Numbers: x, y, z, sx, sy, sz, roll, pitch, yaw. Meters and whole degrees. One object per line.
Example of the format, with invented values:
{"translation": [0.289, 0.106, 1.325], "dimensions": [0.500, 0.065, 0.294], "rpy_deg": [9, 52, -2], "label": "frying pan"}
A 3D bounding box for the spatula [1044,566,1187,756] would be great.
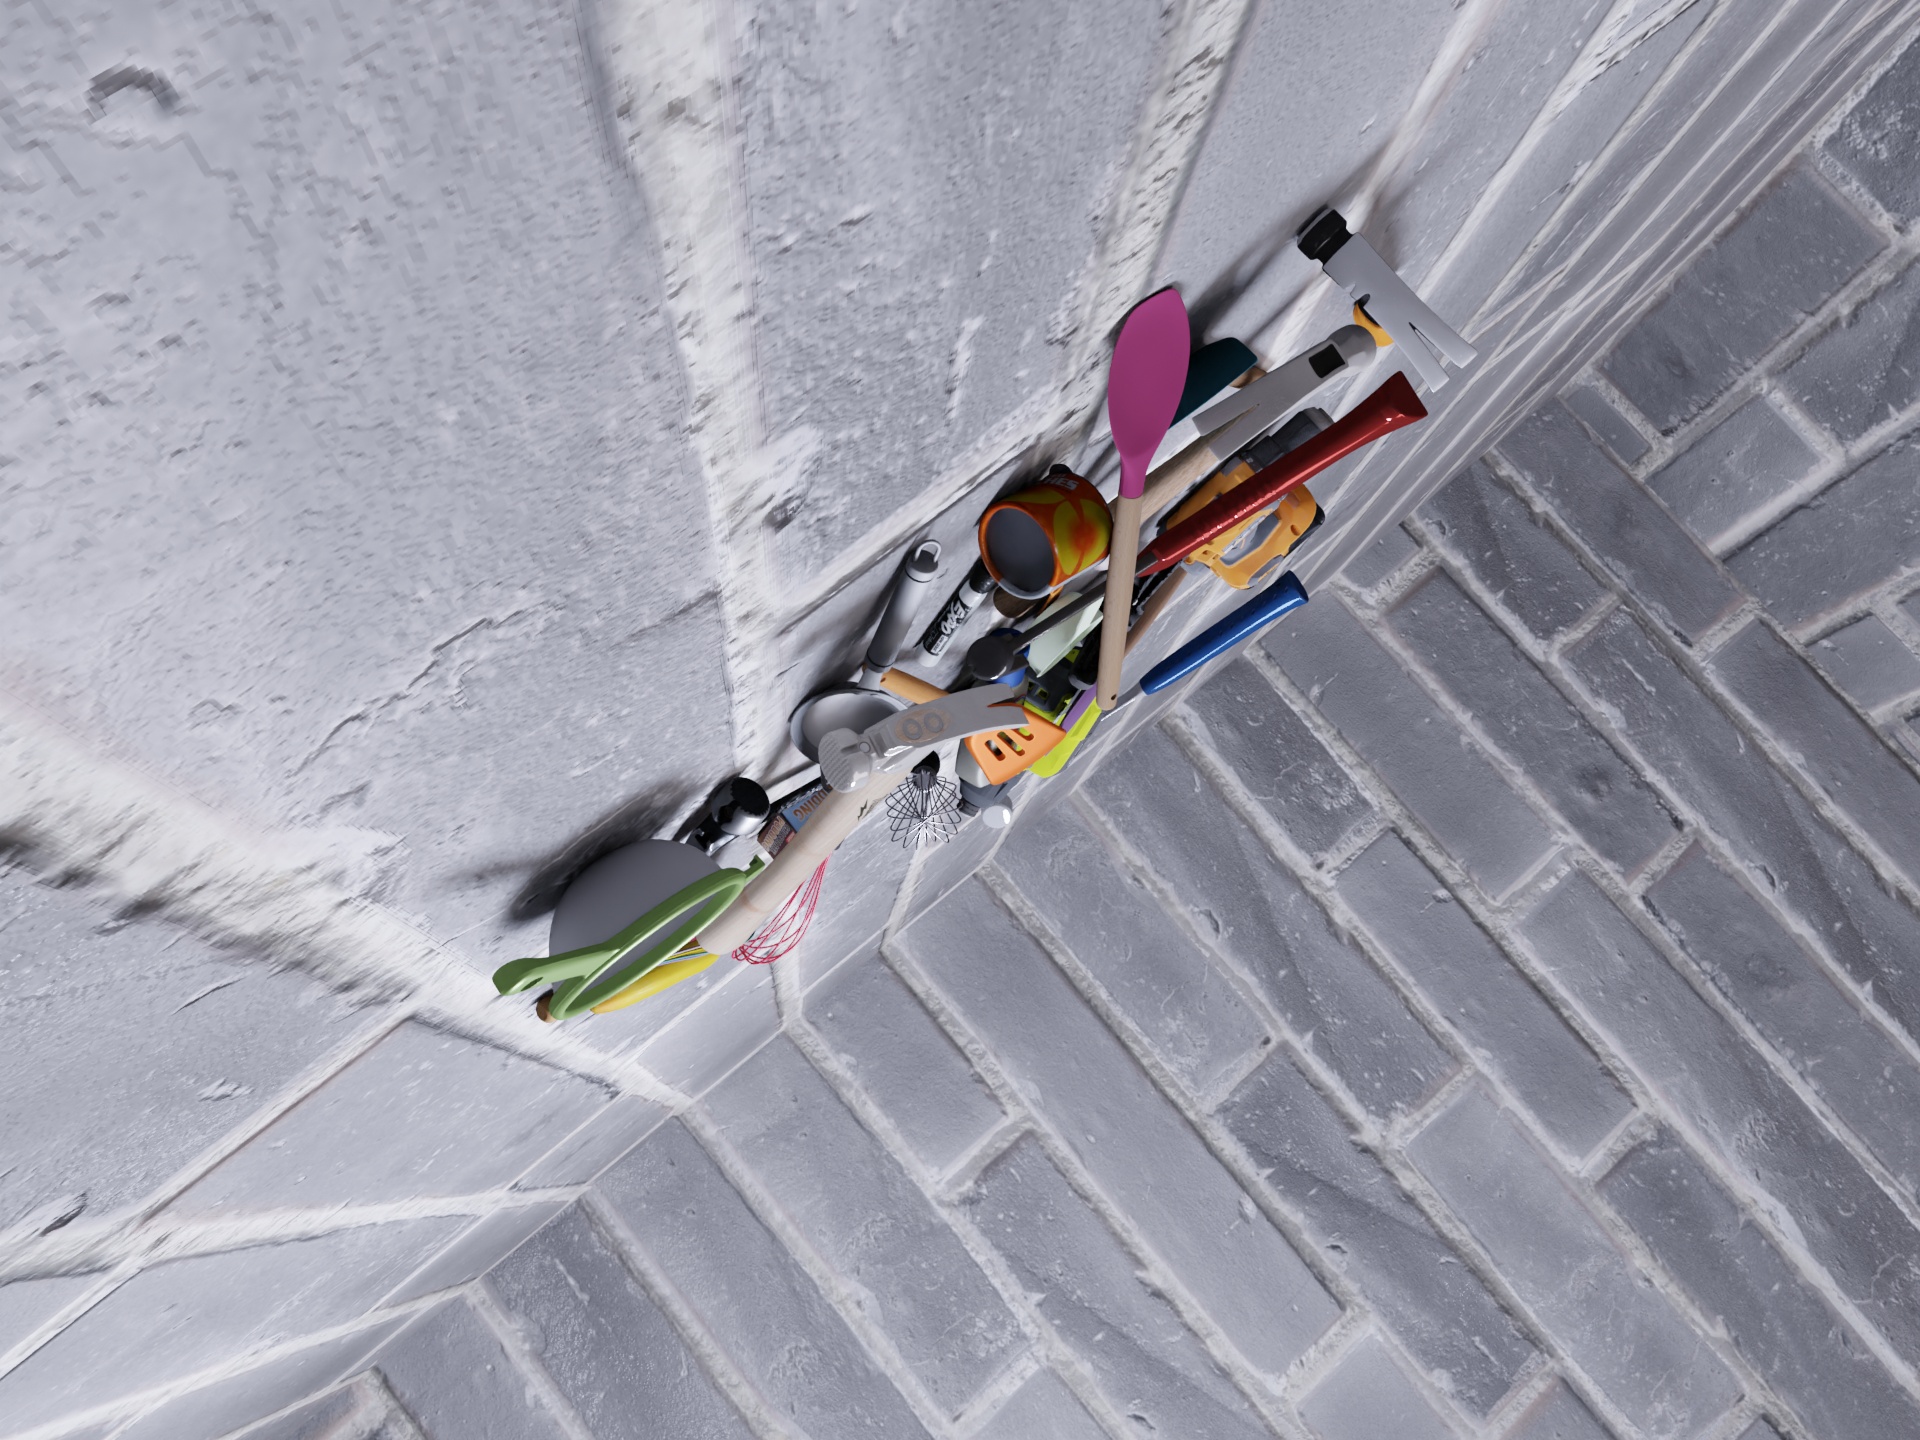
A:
{"translation": [0.151, -0.068, 1.483], "dimensions": [0.316, 0.018, 0.059], "rpy_deg": [-51, 169, -41], "label": "spatula"}

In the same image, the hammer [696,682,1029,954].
{"translation": [-0.099, 0.087, 1.152], "dimensions": [0.146, 0.038, 0.410], "rpy_deg": [-18, 164, -33], "label": "hammer"}

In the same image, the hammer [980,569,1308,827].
{"translation": [0.183, -0.033, 1.664], "dimensions": [0.405, 0.035, 0.144], "rpy_deg": [-34, -155, 24], "label": "hammer"}

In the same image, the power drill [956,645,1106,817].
{"translation": [0.070, 0.006, 1.533], "dimensions": [0.171, 0.080, 0.223], "rpy_deg": [-59, 169, 15], "label": "power drill"}

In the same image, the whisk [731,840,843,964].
{"translation": [-0.131, 0.124, 1.462], "dimensions": [0.295, 0.073, 0.073], "rpy_deg": [-52, 167, 27], "label": "whisk"}

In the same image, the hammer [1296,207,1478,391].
{"translation": [0.298, -0.282, 1.110], "dimensions": [0.034, 0.127, 0.337], "rpy_deg": [-44, 176, 18], "label": "hammer"}

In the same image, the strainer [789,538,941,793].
{"translation": [-0.053, -0.037, 1.033], "dimensions": [0.087, 0.050, 0.258], "rpy_deg": [9, 145, -15], "label": "strainer"}

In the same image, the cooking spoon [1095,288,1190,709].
{"translation": [0.102, -0.121, 0.979], "dimensions": [0.069, 0.017, 0.318], "rpy_deg": [-34, 145, -29], "label": "cooking spoon"}

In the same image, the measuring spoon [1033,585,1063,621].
{"translation": [0.073, -0.103, 1.351], "dimensions": [0.021, 0.011, 0.117], "rpy_deg": [-42, 175, -12], "label": "measuring spoon"}

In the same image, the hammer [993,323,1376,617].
{"translation": [0.127, -0.152, 1.070], "dimensions": [0.130, 0.031, 0.331], "rpy_deg": [-33, 179, -43], "label": "hammer"}

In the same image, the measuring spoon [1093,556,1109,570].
{"translation": [0.146, -0.164, 1.318], "dimensions": [0.034, 0.018, 0.124], "rpy_deg": [-31, 166, -46], "label": "measuring spoon"}

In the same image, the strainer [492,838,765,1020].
{"translation": [-0.230, 0.123, 0.981], "dimensions": [0.151, 0.069, 0.256], "rpy_deg": [-40, 171, 10], "label": "strainer"}

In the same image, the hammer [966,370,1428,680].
{"translation": [0.167, -0.134, 1.144], "dimensions": [0.359, 0.037, 0.149], "rpy_deg": [-32, 179, 15], "label": "hammer"}

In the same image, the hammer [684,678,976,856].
{"translation": [-0.089, 0.040, 1.283], "dimensions": [0.149, 0.036, 0.409], "rpy_deg": [-45, 170, 36], "label": "hammer"}

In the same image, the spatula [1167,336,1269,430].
{"translation": [0.188, -0.229, 1.090], "dimensions": [0.082, 0.044, 0.317], "rpy_deg": [-36, 175, 23], "label": "spatula"}

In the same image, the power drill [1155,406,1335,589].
{"translation": [0.287, -0.209, 1.506], "dimensions": [0.185, 0.084, 0.226], "rpy_deg": [-43, 166, 14], "label": "power drill"}

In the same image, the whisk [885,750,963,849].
{"translation": [-0.031, 0.057, 1.405], "dimensions": [0.070, 0.070, 0.285], "rpy_deg": [-41, -172, 6], "label": "whisk"}

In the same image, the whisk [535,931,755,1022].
{"translation": [-0.260, 0.203, 1.347], "dimensions": [0.047, 0.051, 0.245], "rpy_deg": [-40, 170, 37], "label": "whisk"}

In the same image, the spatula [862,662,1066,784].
{"translation": [-0.002, -0.004, 1.235], "dimensions": [0.081, 0.041, 0.322], "rpy_deg": [-35, 161, 12], "label": "spatula"}

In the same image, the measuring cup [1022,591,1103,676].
{"translation": [0.087, -0.087, 1.309], "dimensions": [0.083, 0.038, 0.167], "rpy_deg": [-42, 174, -14], "label": "measuring cup"}
